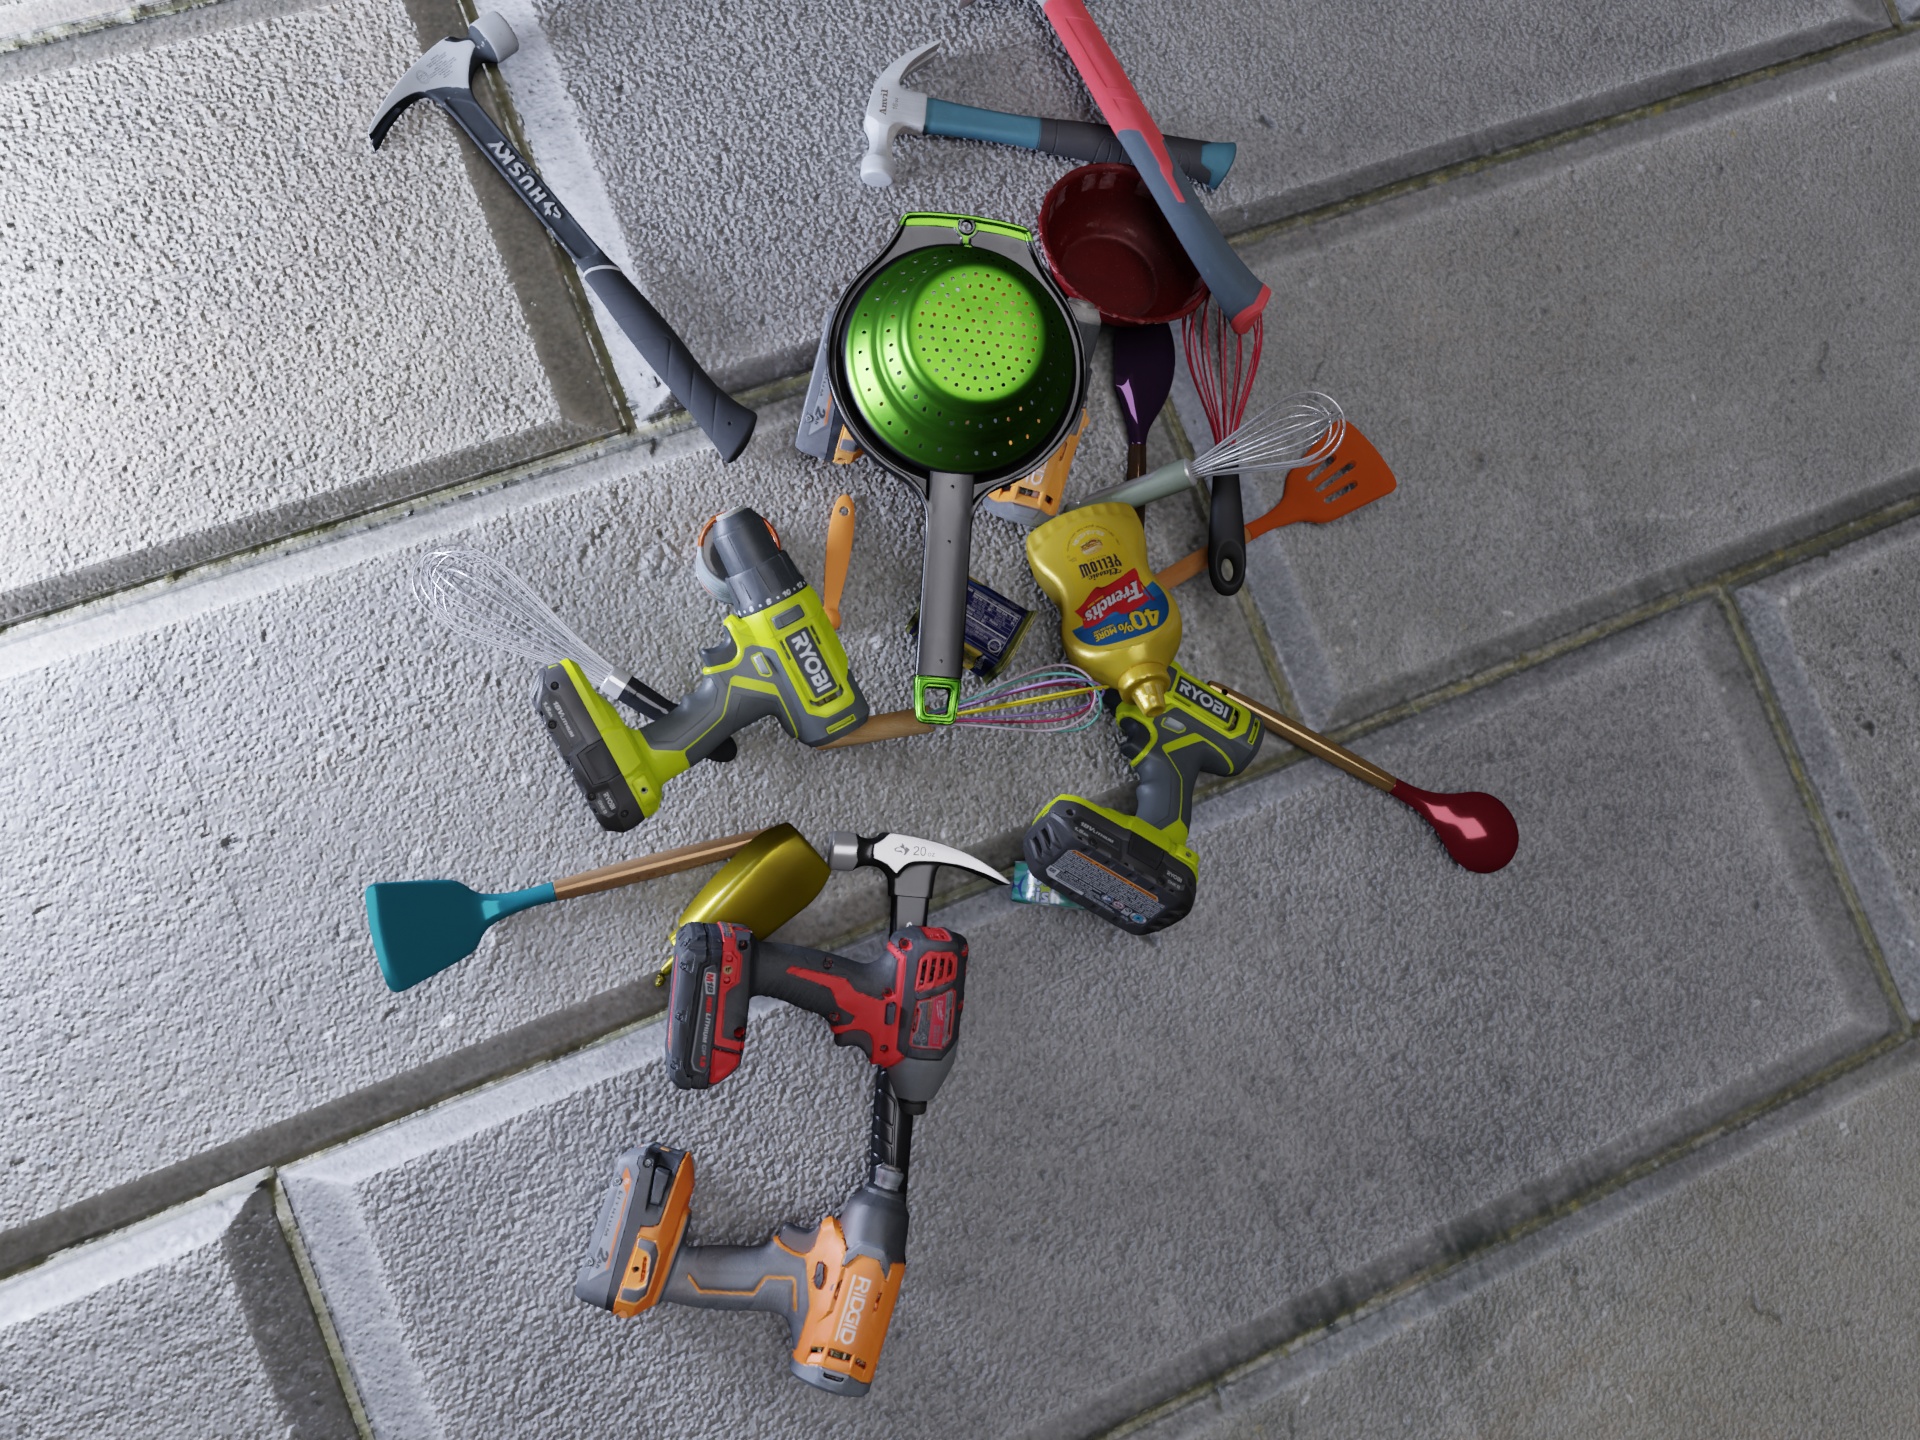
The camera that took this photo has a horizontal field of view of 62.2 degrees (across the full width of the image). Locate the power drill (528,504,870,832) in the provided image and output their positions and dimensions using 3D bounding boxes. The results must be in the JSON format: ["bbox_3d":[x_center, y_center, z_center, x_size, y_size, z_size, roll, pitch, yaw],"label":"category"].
[{"bbox_3d":[-0.203,-0.037,1.202,0.228,0.080,0.190,-29,103,-13],"label":"power drill"}]

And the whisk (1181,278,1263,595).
[{"bbox_3d":[0.224,-0.247,1.351,0.073,0.073,0.296,4,77,-11],"label":"whisk"}]

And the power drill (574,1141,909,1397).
[{"bbox_3d":[-0.152,0.388,1.183,0.226,0.084,0.164,18,79,-1],"label":"power drill"}]

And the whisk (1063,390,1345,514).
[{"bbox_3d":[0.195,-0.207,1.303,0.246,0.058,0.059,-18,105,24],"label":"whisk"}]

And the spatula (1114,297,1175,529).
[{"bbox_3d":[0.153,-0.211,1.368,0.059,0.018,0.316,7,81,-20],"label":"spatula"}]

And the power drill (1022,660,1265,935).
[{"bbox_3d":[0.140,0.043,1.272,0.171,0.080,0.223,30,52,-7],"label":"power drill"}]

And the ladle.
[{"bbox_3d":[0.349,0.043,1.371,0.315,0.031,0.069,28,79,-5],"label":"ladle"}]

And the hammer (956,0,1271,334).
[{"bbox_3d":[0.140,-0.489,1.347,0.143,0.038,0.386,-22,77,-22],"label":"hammer"}]

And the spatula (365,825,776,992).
[{"bbox_3d":[-0.286,0.126,1.223,0.317,0.044,0.082,-14,86,-14],"label":"spatula"}]

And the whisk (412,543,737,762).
[{"bbox_3d":[-0.297,-0.046,1.241,0.284,0.070,0.070,33,78,-10],"label":"whisk"}]

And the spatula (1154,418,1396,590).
[{"bbox_3d":[0.227,-0.153,1.355,0.322,0.041,0.081,-30,76,-19],"label":"spatula"}]

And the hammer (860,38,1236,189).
[{"bbox_3d":[0.081,-0.508,1.387,0.331,0.033,0.128,5,83,-11],"label":"hammer"}]

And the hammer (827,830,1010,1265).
[{"bbox_3d":[-0.044,0.258,1.258,0.146,0.035,0.335,6,82,-10],"label":"hammer"}]

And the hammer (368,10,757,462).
[{"bbox_3d":[-0.308,-0.376,1.291,0.149,0.036,0.409,-40,92,-12],"label":"hammer"}]

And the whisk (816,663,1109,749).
[{"bbox_3d":[-0.001,-0.004,1.256,0.245,0.047,0.051,-10,116,16],"label":"whisk"}]

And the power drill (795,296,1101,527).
[{"bbox_3d":[-0.004,-0.270,1.285,0.226,0.084,0.185,14,109,-10],"label":"power drill"}]

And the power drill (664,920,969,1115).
[{"bbox_3d":[-0.106,0.223,1.193,0.219,0.078,0.143,5,95,-14],"label":"power drill"}]

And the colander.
[{"bbox_3d":[0.000,-0.196,1.184,0.204,0.094,0.397,4,87,-10],"label":"colander"}]

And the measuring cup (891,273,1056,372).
[{"bbox_3d":[-0.001,-0.334,1.339,0.173,0.052,0.095,-4,85,-8],"label":"measuring cup"}]

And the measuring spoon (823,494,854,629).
[{"bbox_3d":[-0.101,-0.131,1.310,0.021,0.011,0.117,9,81,-10],"label":"measuring spoon"}]
